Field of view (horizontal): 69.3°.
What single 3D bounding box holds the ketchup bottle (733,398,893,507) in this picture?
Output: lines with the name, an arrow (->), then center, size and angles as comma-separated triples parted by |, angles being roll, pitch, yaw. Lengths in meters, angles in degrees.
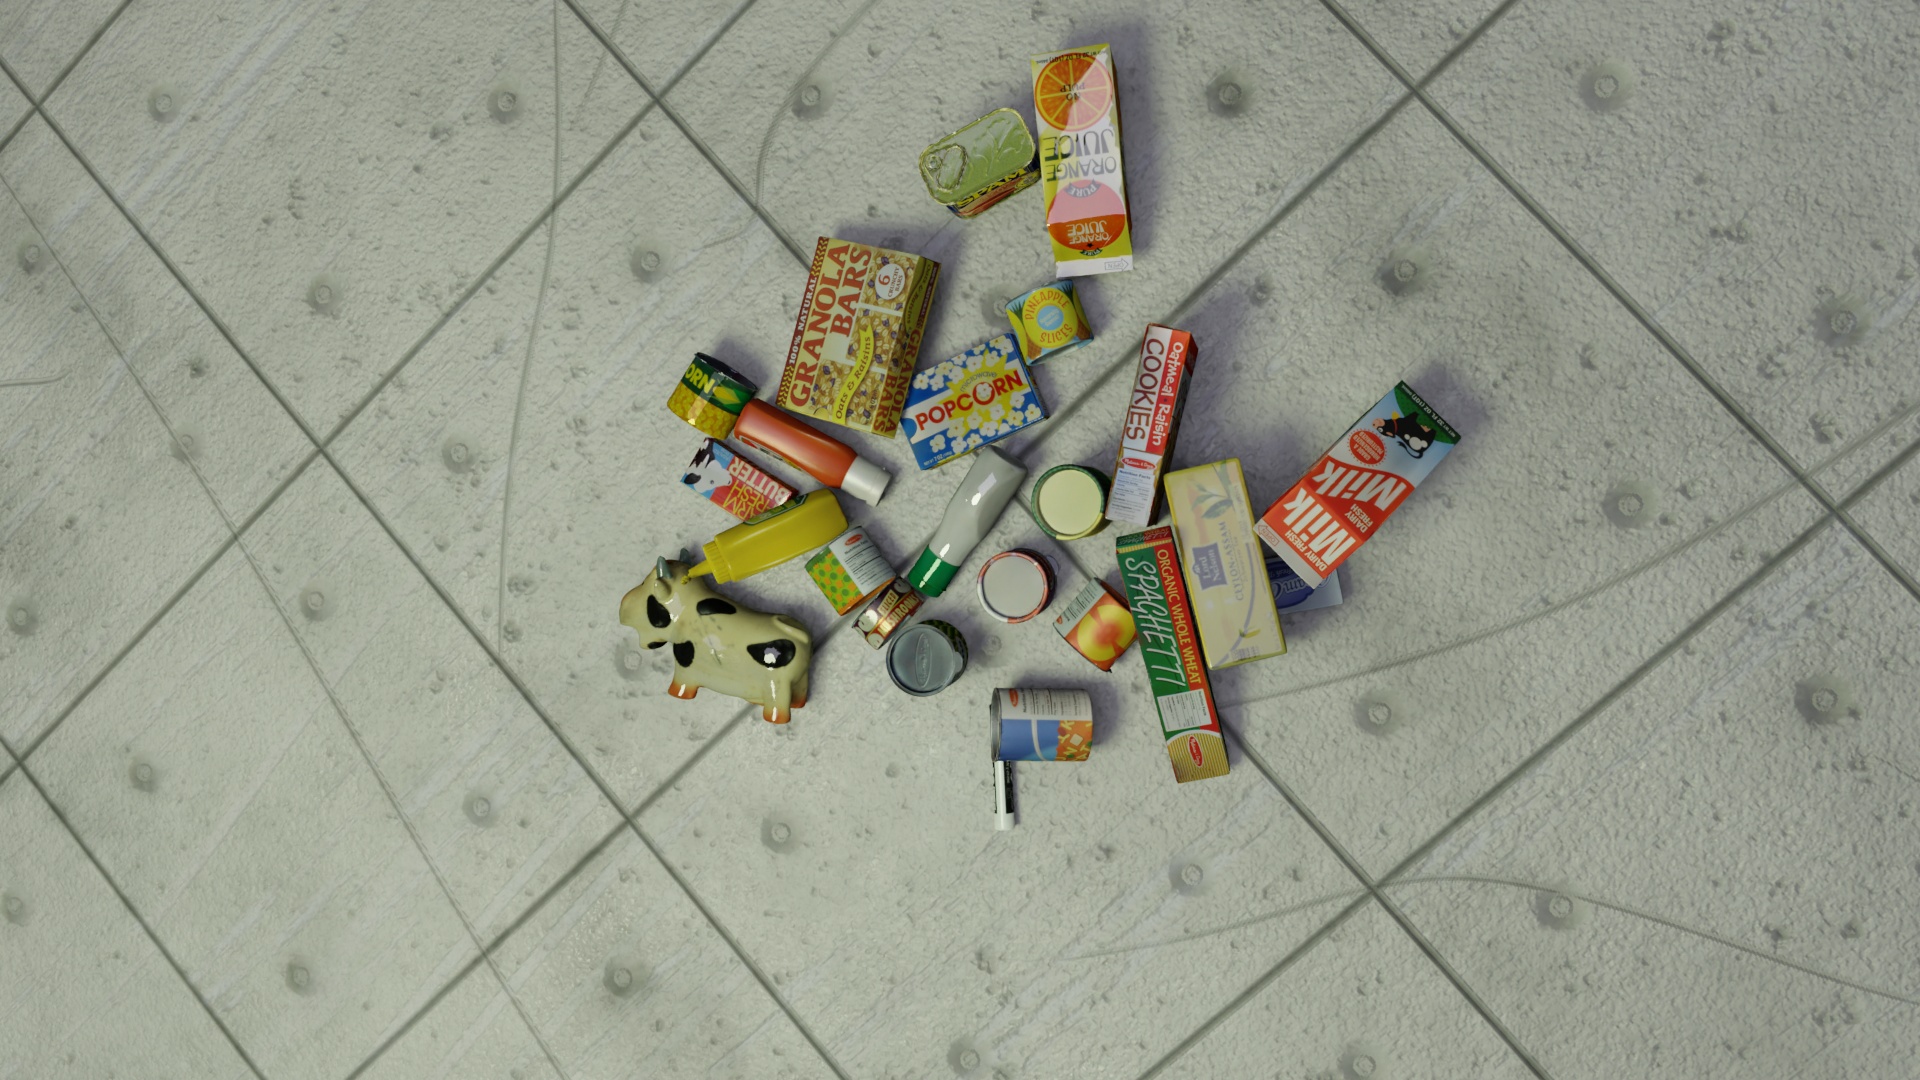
ketchup bottle -> -0.136, -0.081, 1.296 | 0.149, 0.065, 0.043 | 27, 91, 1

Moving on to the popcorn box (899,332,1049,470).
popcorn box -> 0.008, -0.127, 1.277 | 0.126, 0.038, 0.085 | -23, 87, 11

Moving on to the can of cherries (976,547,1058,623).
can of cherries -> 0.053, 0.039, 1.260 | 0.071, 0.058, 0.071 | 0, 92, 12

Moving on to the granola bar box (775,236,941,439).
granola bar box -> -0.096, -0.188, 1.273 | 0.124, 0.039, 0.165 | 18, 95, 35

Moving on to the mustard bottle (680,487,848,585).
mustard bottle -> -0.184, 0.002, 1.274 | 0.160, 0.065, 0.048 | -25, 103, -13

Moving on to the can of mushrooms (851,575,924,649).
can of mushrooms -> -0.066, 0.066, 1.278 | 0.033, 0.071, 0.071 | 43, 99, 5

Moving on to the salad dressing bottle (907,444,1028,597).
salad dressing bottle -> 0.005, -0.016, 1.270 | 0.044, 0.064, 0.147 | 39, 105, 19

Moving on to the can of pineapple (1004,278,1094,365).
can of pineapple -> 0.080, -0.195, 1.246 | 0.071, 0.071, 0.058 | -21, 88, 11

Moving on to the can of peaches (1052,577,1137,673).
can of peaches -> 0.128, 0.076, 1.244 | 0.071, 0.071, 0.058 | 41, 98, 8

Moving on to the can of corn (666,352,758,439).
can of corn -> -0.236, -0.137, 1.308 | 0.071, 0.071, 0.058 | 34, 98, 9

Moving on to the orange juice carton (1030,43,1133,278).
orange juice carton -> 0.110, -0.332, 1.236 | 0.072, 0.073, 0.192 | -5, 90, 11

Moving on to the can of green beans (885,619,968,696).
can of green beans -> -0.030, 0.107, 1.278 | 0.071, 0.058, 0.071 | 0, 91, 11

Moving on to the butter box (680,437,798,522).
butter box -> -0.211, -0.051, 1.328 | 0.103, 0.024, 0.053 | 32, 97, 9

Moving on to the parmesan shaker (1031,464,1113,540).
parmesan shaker -> 0.104, -0.036, 1.227 | 0.071, 0.103, 0.071 | 0, 91, 11

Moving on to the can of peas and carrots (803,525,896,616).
can of peas and carrots -> -0.103, 0.030, 1.289 | 0.071, 0.071, 0.059 | -38, 85, 10

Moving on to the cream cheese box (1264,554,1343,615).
cream cheese box -> 0.283, 0.040, 1.233 | 0.104, 0.024, 0.053 | -12, 90, 12

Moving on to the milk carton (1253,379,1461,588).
milk carton -> 0.322, -0.042, 1.152 | 0.072, 0.073, 0.191 | 45, 64, 6

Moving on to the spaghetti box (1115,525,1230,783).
spaghetti box -> 0.184, 0.101, 1.195 | 0.050, 0.029, 0.249 | -13, 117, 11

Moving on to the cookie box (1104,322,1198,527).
cookie box -> 0.166, -0.097, 1.203 | 0.040, 0.123, 0.167 | 13, 94, 12

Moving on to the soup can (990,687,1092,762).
soup can -> 0.071, 0.168, 1.247 | 0.084, 0.071, 0.071 | 2, 92, -6
